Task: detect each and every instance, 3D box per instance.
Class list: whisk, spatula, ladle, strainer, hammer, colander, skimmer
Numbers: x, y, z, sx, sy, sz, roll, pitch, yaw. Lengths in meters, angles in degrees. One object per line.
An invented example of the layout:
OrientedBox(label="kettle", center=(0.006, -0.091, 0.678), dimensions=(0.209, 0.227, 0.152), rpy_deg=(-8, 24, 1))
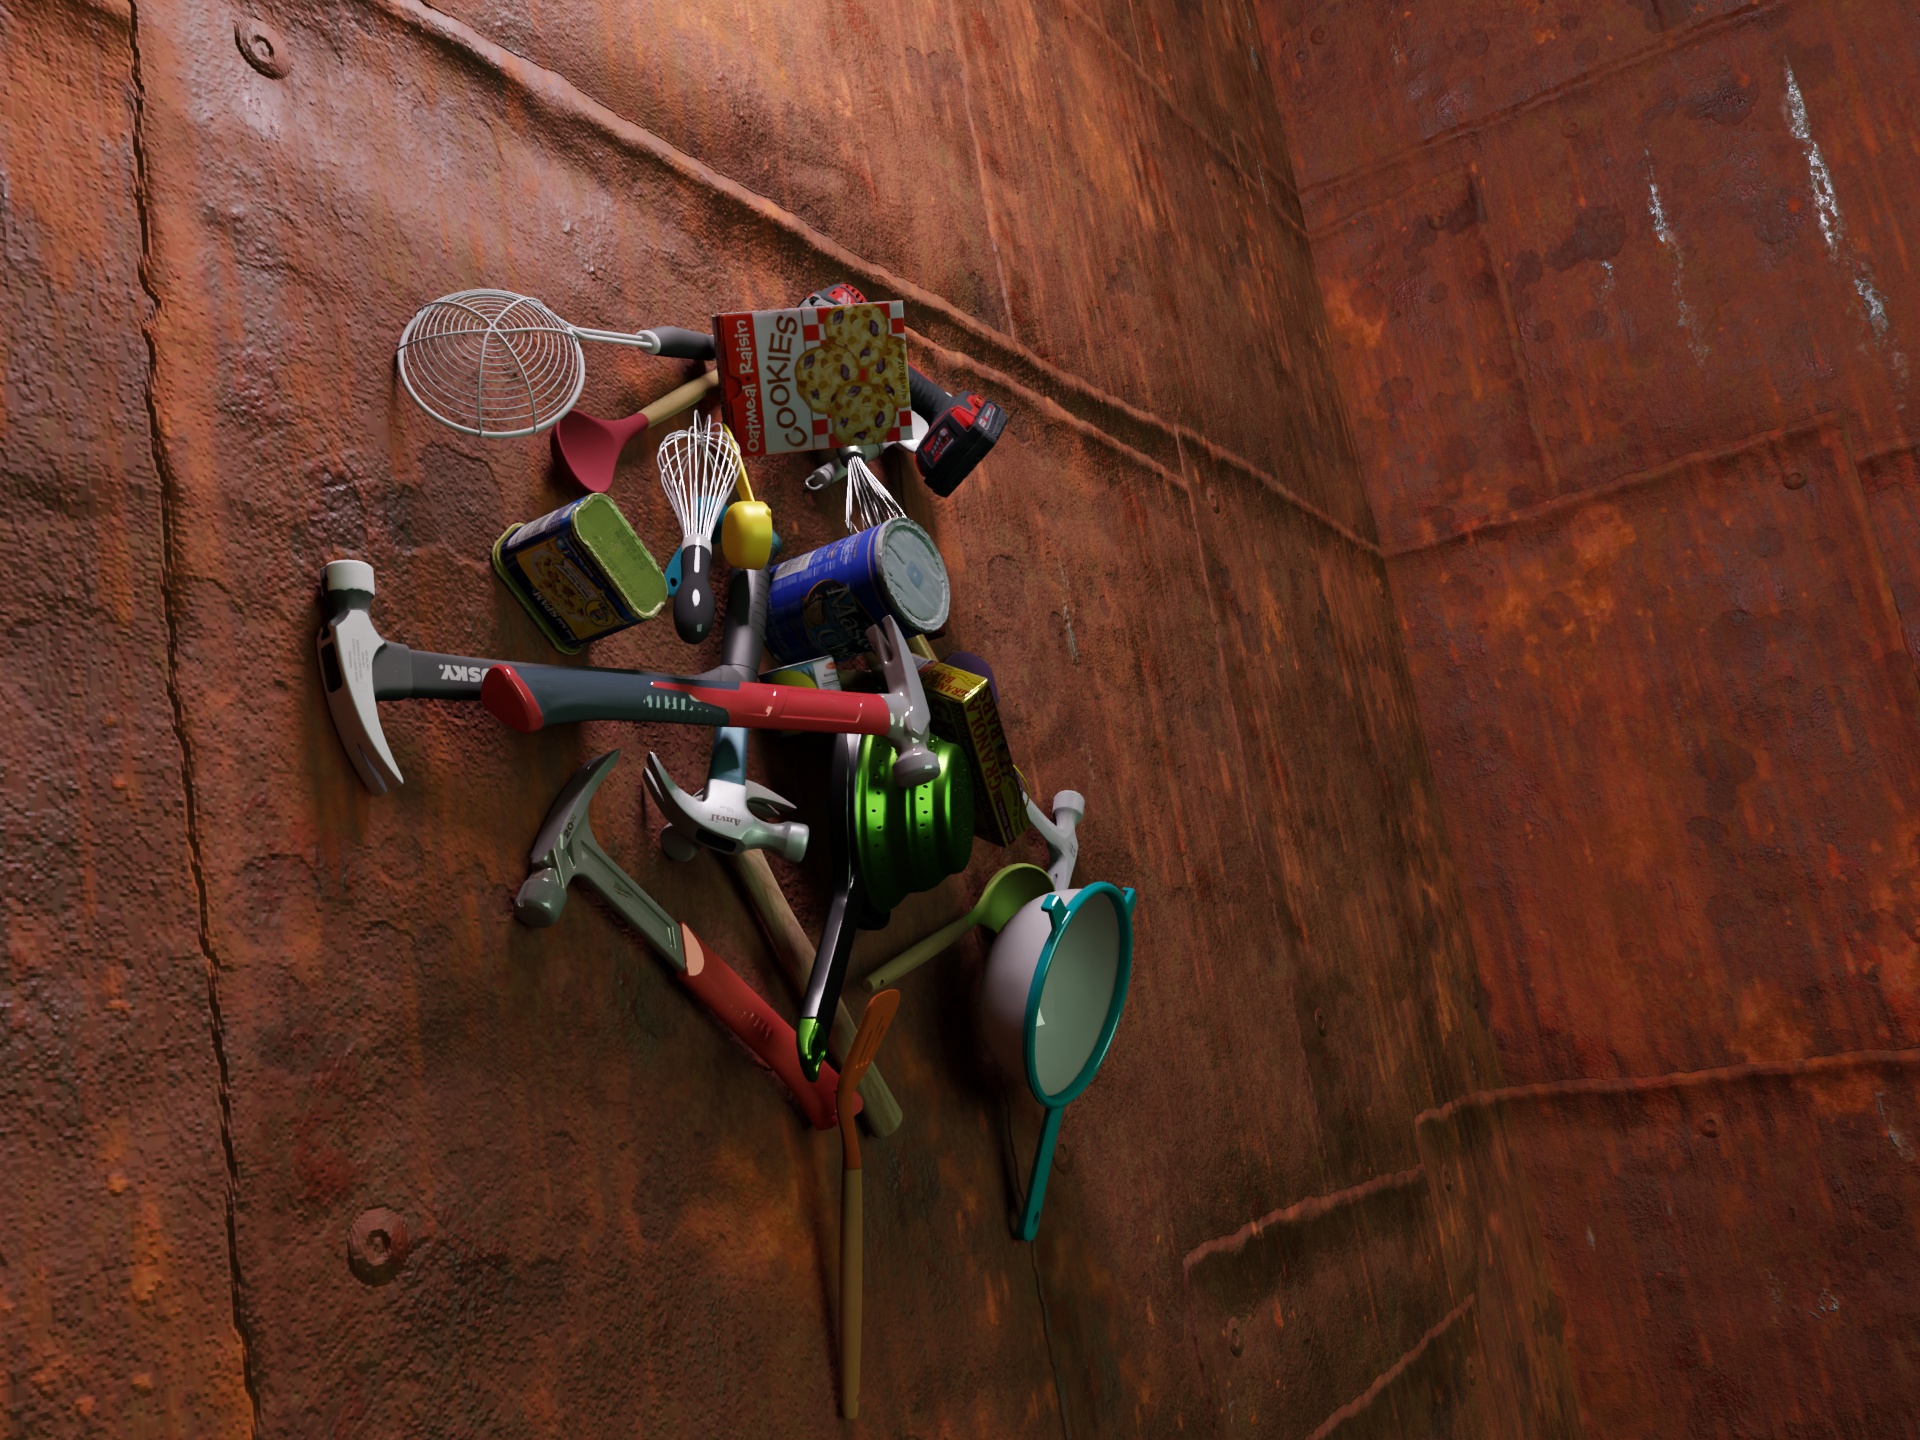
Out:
OrientedBox(label="whisk", center=(-0.099, -0.240, 1.491), dimensions=(0.059, 0.058, 0.247), rpy_deg=(58, 10, -56))
OrientedBox(label="spatula", center=(-0.044, -0.041, 1.559), dimensions=(0.315, 0.018, 0.060), rpy_deg=(-2, 77, -60))
OrientedBox(label="ladle", center=(0.002, 0.197, 1.457), dimensions=(0.320, 0.062, 0.078), rpy_deg=(-20, 114, -63))
OrientedBox(label="strainer", center=(-0.084, -0.275, 1.590), dimensions=(0.087, 0.050, 0.258), rpy_deg=(47, 39, 0))
OrientedBox(label="hammer", center=(-0.186, 0.187, 1.199), dimensions=(0.358, 0.037, 0.149), rpy_deg=(52, 37, -31))
OrientedBox(label="colander", center=(-0.052, 0.128, 1.296), dimensions=(0.397, 0.094, 0.204), rpy_deg=(-78, 162, -50))
OrientedBox(label="strainer", center=(0.063, 0.307, 1.482), dimensions=(0.211, 0.095, 0.340), rpy_deg=(7, 95, -62))
OrientedBox(label="hammer", center=(-0.277, -0.019, 1.104), dimensions=(0.334, 0.035, 0.146), rpy_deg=(5, 71, -48))
OrientedBox(label="skimmer", center=(-0.293, -0.279, 1.253), dimensions=(0.127, 0.090, 0.363), rpy_deg=(44, 19, 6))
OrientedBox(label="hammer", center=(-0.172, -0.026, 1.165), dimensions=(0.386, 0.038, 0.143), rpy_deg=(4, 62, -46))
OrientedBox(label="hammer", center=(0.016, 0.032, 1.579), dimensions=(0.405, 0.035, 0.144), rpy_deg=(50, 39, -40))
OrientedBox(label="hammer", center=(-0.177, -0.037, 1.283), dimensions=(0.128, 0.033, 0.331), rpy_deg=(13, 49, -15))
OrientedBox(label="spatula", center=(-0.076, 0.371, 1.230), dimensions=(0.081, 0.041, 0.323), rpy_deg=(26, 64, -75))
OrientedBox(label="ladle", center=(-0.252, -0.257, 1.321), dimensions=(0.069, 0.031, 0.315), rpy_deg=(67, 29, -18))
OrientedBox(label="whisk", center=(0.000, -0.006, 1.488), dimensions=(0.051, 0.047, 0.244), rpy_deg=(-51, 122, -41))
OrientedBox(label="whisk", center=(-0.203, -0.148, 1.226), dimensions=(0.070, 0.070, 0.285), rpy_deg=(47, 22, -36))
OrientedBox(label="hammer", center=(-0.128, 0.196, 1.293), dimensions=(0.331, 0.031, 0.130), rpy_deg=(64, 32, -15))

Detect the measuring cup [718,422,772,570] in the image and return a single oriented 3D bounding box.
OrientedBox(label="measuring cup", center=(-0.193, -0.192, 1.334), dimensions=(0.029, 0.062, 0.157), rpy_deg=(-3, 55, -29))

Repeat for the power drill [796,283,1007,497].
OrientedBox(label="power drill", center=(-0.071, -0.319, 1.519), dimensions=(0.226, 0.080, 0.188), rpy_deg=(40, 25, -9))

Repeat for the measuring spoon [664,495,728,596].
OrientedBox(label="measuring spoon", center=(-0.217, -0.145, 1.324), dimensions=(0.042, 0.021, 0.129), rpy_deg=(54, 34, -29))
